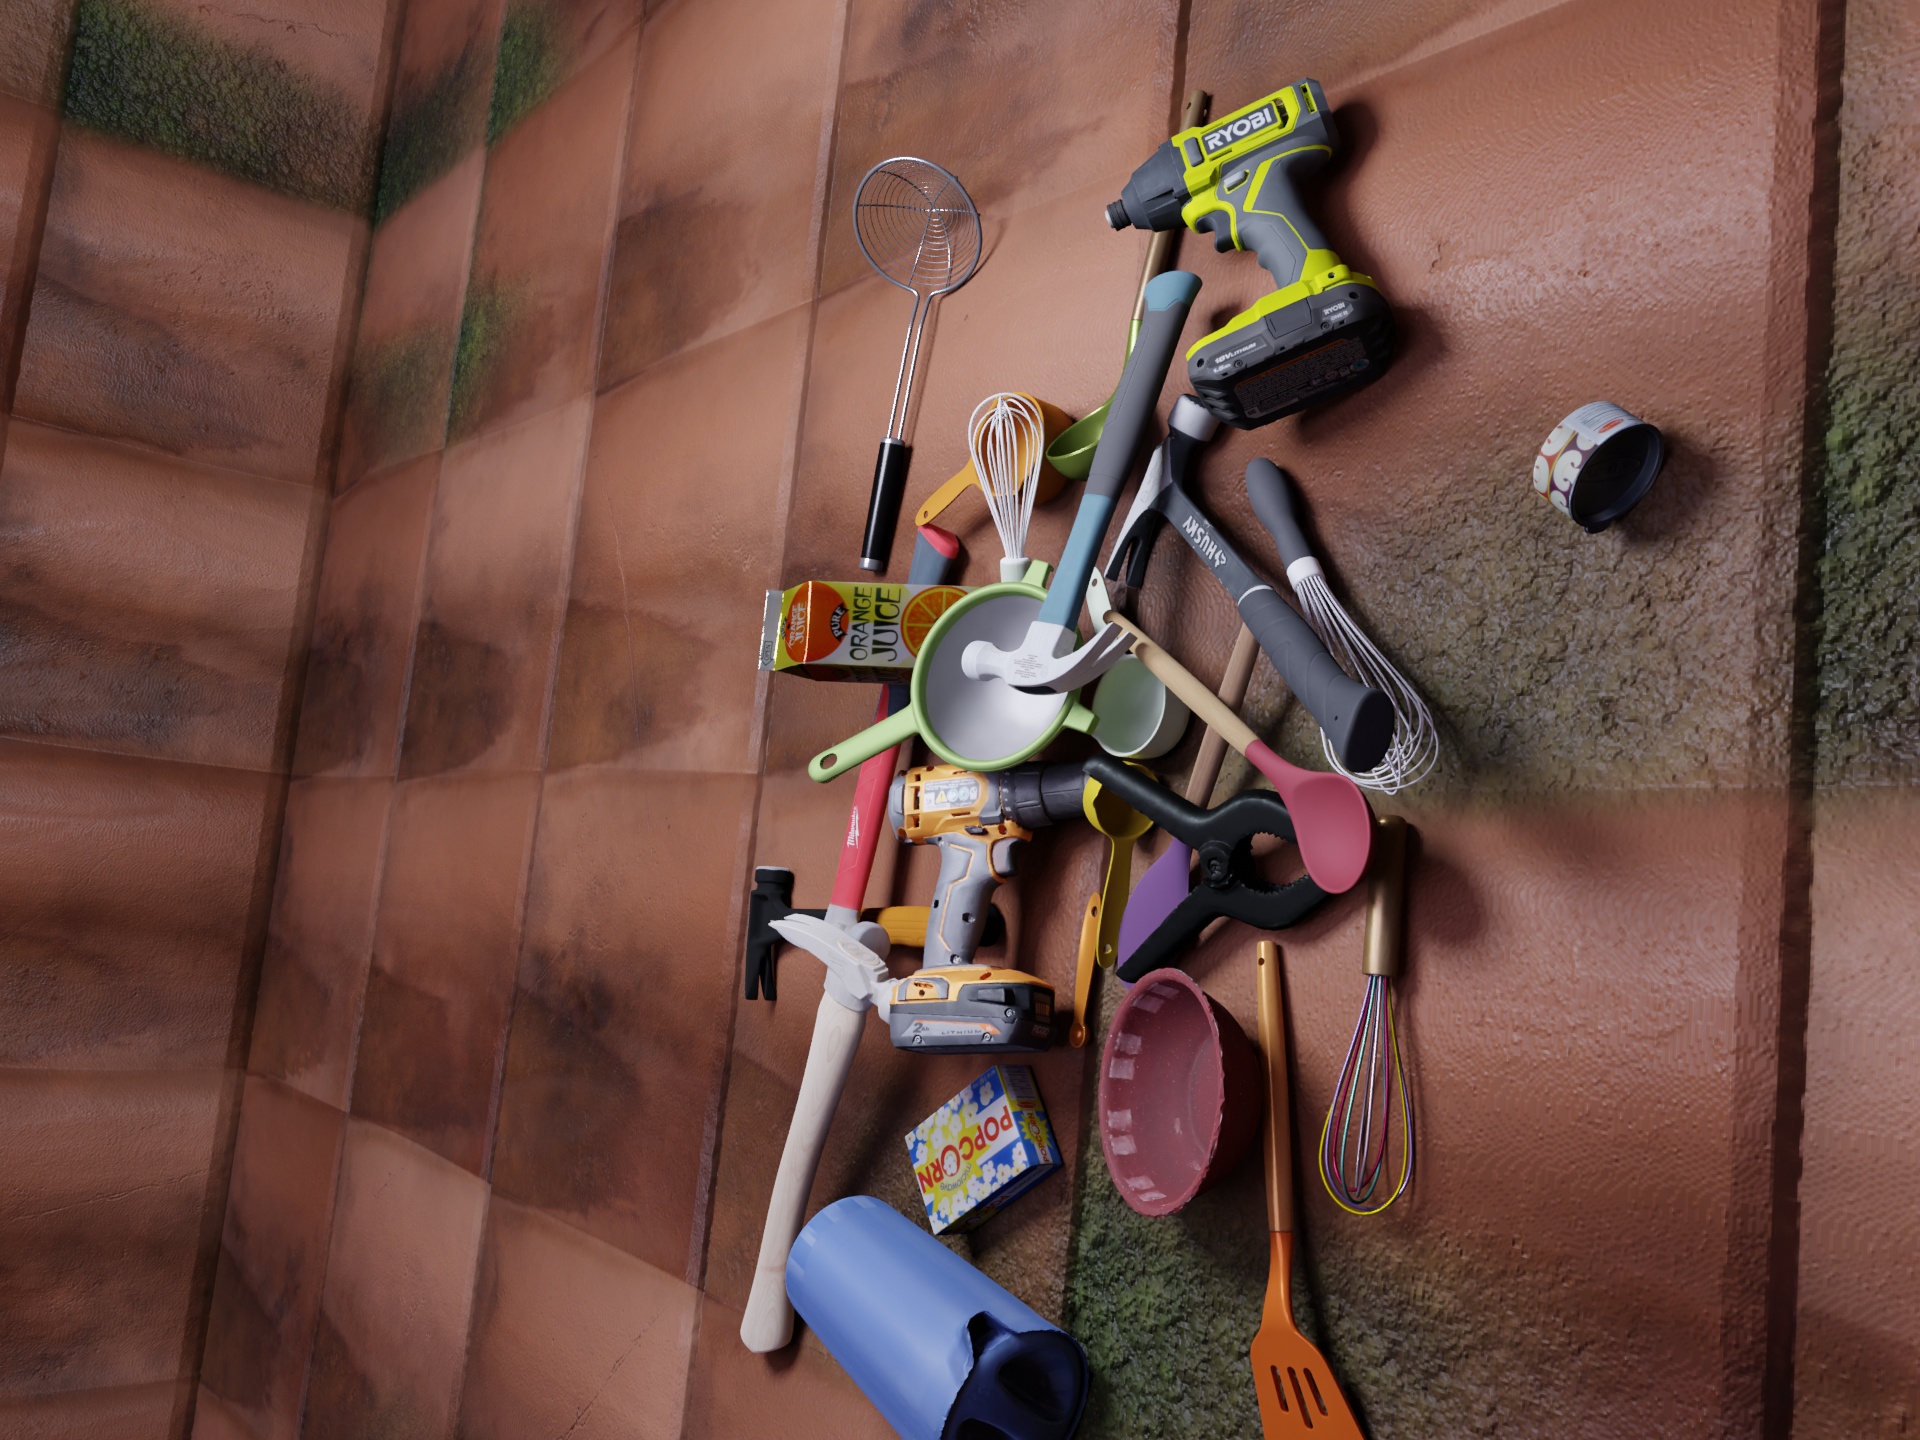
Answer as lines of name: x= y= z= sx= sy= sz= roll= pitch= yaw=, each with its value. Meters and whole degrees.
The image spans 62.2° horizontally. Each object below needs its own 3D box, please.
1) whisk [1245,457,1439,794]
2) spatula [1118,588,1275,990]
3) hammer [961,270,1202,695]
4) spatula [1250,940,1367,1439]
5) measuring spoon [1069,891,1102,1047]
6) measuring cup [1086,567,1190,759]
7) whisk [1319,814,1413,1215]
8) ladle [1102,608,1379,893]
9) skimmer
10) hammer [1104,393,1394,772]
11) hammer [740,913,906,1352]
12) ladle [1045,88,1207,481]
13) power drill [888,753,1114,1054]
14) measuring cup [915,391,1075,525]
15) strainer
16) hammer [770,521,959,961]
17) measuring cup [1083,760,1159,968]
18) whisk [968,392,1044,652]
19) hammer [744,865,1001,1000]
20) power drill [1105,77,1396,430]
whisk: x=0.239 y=-0.071 z=1.053 sx=0.070 sy=0.070 sz=0.285 roll=-44 pitch=46 yaw=35
spatula: x=0.164 y=0.055 z=1.113 sx=0.060 sy=0.018 sz=0.315 roll=36 pitch=117 yaw=46
hammer: x=0.106 y=-0.175 z=1.165 sx=0.128 sy=0.033 sz=0.331 roll=14 pitch=82 yaw=42
spatula: x=0.211 y=0.303 z=1.022 sx=0.081 sy=0.041 sz=0.323 roll=-21 pitch=62 yaw=47
measuring spoon: x=0.098 y=0.188 z=1.197 sx=0.021 sy=0.011 sz=0.117 roll=-7 pitch=72 yaw=59
measuring cup: x=0.127 y=-0.046 z=1.196 sx=0.083 sy=0.038 sz=0.168 roll=-41 pitch=48 yaw=38
whisk: x=0.253 y=0.179 z=0.984 sx=0.047 sy=0.051 sz=0.245 roll=-8 pitch=72 yaw=55
ladle: x=0.179 y=0.006 z=1.056 sx=0.316 sy=0.031 sz=0.069 roll=50 pitch=129 yaw=46
skimmer: x=-0.062 y=-0.319 z=1.448 sx=0.127 sy=0.090 sz=0.363 roll=12 pitch=93 yaw=20
hammer: x=0.184 y=-0.083 z=1.043 sx=0.149 sy=0.036 sz=0.409 roll=-64 pitch=22 yaw=23
hammer: x=-0.141 y=0.365 z=1.357 sx=0.146 sy=0.038 sz=0.410 roll=29 pitch=115 yaw=31
ladle: x=0.137 y=-0.340 z=1.241 sx=0.078 sy=0.062 sz=0.320 roll=15 pitch=90 yaw=61
power drill: x=0.032 y=0.136 z=1.214 sx=0.185 sy=0.084 sz=0.226 roll=-8 pitch=70 yaw=28
measuring cup: x=0.031 y=-0.204 z=1.339 sx=0.173 sy=0.052 sz=0.095 roll=-34 pitch=57 yaw=43
strainer: x=-0.002 y=-0.004 z=1.247 sx=0.256 sy=0.069 sz=0.152 roll=-27 pitch=61 yaw=23
hammer: x=-0.074 y=0.015 z=1.393 sx=0.143 sy=0.038 sz=0.386 roll=5 pitch=79 yaw=53
measuring cup: x=0.111 y=0.105 z=1.175 sx=0.029 sy=0.062 sz=0.156 roll=27 pitch=113 yaw=62
whisk: x=0.042 y=-0.135 z=1.261 sx=0.058 sy=0.059 sz=0.246 roll=-99 pitch=5 yaw=-75
hammer: x=-0.086 y=0.188 z=1.398 sx=0.337 sy=0.034 sz=0.127 roll=-8 pitch=74 yaw=49
power drill: x=0.200 y=-0.324 z=1.110 sx=0.171 sy=0.080 sz=0.223 roll=-21 pitch=63 yaw=19
